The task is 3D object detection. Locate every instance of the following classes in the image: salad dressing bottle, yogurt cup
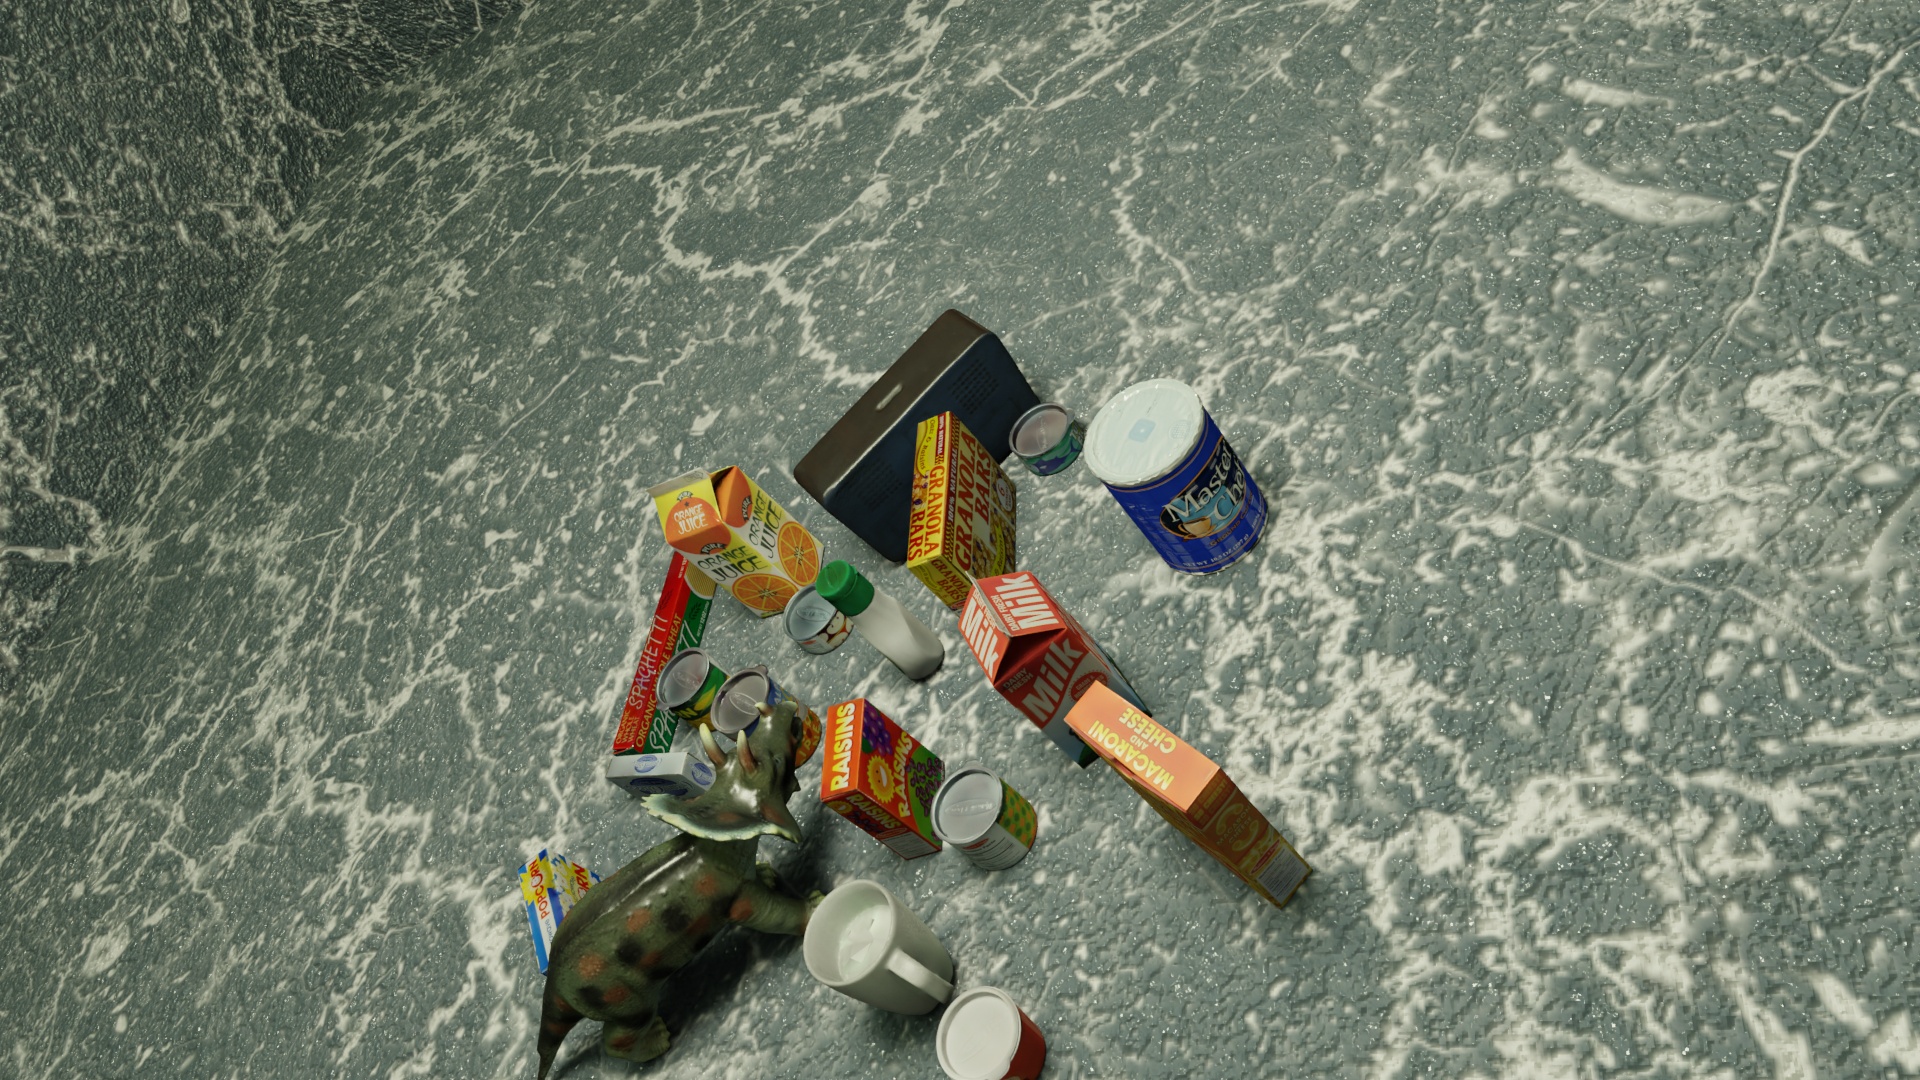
[{"bbox_3d":[-0.071,0.069,1.225,0.044,0.147,0.064,-37,42,8],"label":"salad dressing bottle"},{"bbox_3d":[0.025,0.359,0.987,0.072,0.053,0.073,-21,47,24],"label":"yogurt cup"}]

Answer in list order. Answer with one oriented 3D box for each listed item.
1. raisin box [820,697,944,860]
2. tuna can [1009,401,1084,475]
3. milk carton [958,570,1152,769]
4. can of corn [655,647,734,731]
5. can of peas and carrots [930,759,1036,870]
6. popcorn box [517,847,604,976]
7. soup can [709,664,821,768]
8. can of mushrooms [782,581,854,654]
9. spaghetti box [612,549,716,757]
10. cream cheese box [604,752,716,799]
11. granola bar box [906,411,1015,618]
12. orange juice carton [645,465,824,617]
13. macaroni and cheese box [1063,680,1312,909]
[{"bbox_3d":[-0.062,0.195,1.134,0.040,0.123,0.086,-19,47,25],"label":"raisin box"},{"bbox_3d":[0.085,-0.098,1.326,0.071,0.032,0.071,-20,47,24],"label":"tuna can"},{"bbox_3d":[0.065,0.092,1.070,0.073,0.190,0.072,-39,42,6],"label":"milk carton"},{"bbox_3d":[-0.258,0.150,1.370,0.071,0.058,0.071,-21,47,24],"label":"can of corn"},{"bbox_3d":[0.019,0.218,1.102,0.071,0.058,0.071,-21,47,24],"label":"can of peas and carrots"},{"bbox_3d":[-0.349,0.348,1.259,0.038,0.085,0.127,-41,42,4],"label":"popcorn box"},{"bbox_3d":[-0.176,0.164,1.276,0.071,0.083,0.072,-21,47,24],"label":"soup can"},{"bbox_3d":[-0.137,0.074,1.357,0.071,0.033,0.071,-20,47,24],"label":"can of mushrooms"},{"bbox_3d":[-0.300,0.116,1.435,0.028,0.050,0.251,-13,50,30],"label":"spaghetti box"},{"bbox_3d":[-0.284,0.226,1.332,0.103,0.053,0.024,-9,53,32],"label":"cream cheese box"},{"bbox_3d":[0.004,-0.016,1.253,0.039,0.124,0.166,-19,48,25],"label":"granola bar box"},{"bbox_3d":[-0.221,-0.007,1.368,0.071,0.192,0.073,-17,48,27],"label":"orange juice carton"},{"bbox_3d":[0.156,0.175,0.951,0.040,0.166,0.124,-50,42,-6],"label":"macaroni and cheese box"}]
